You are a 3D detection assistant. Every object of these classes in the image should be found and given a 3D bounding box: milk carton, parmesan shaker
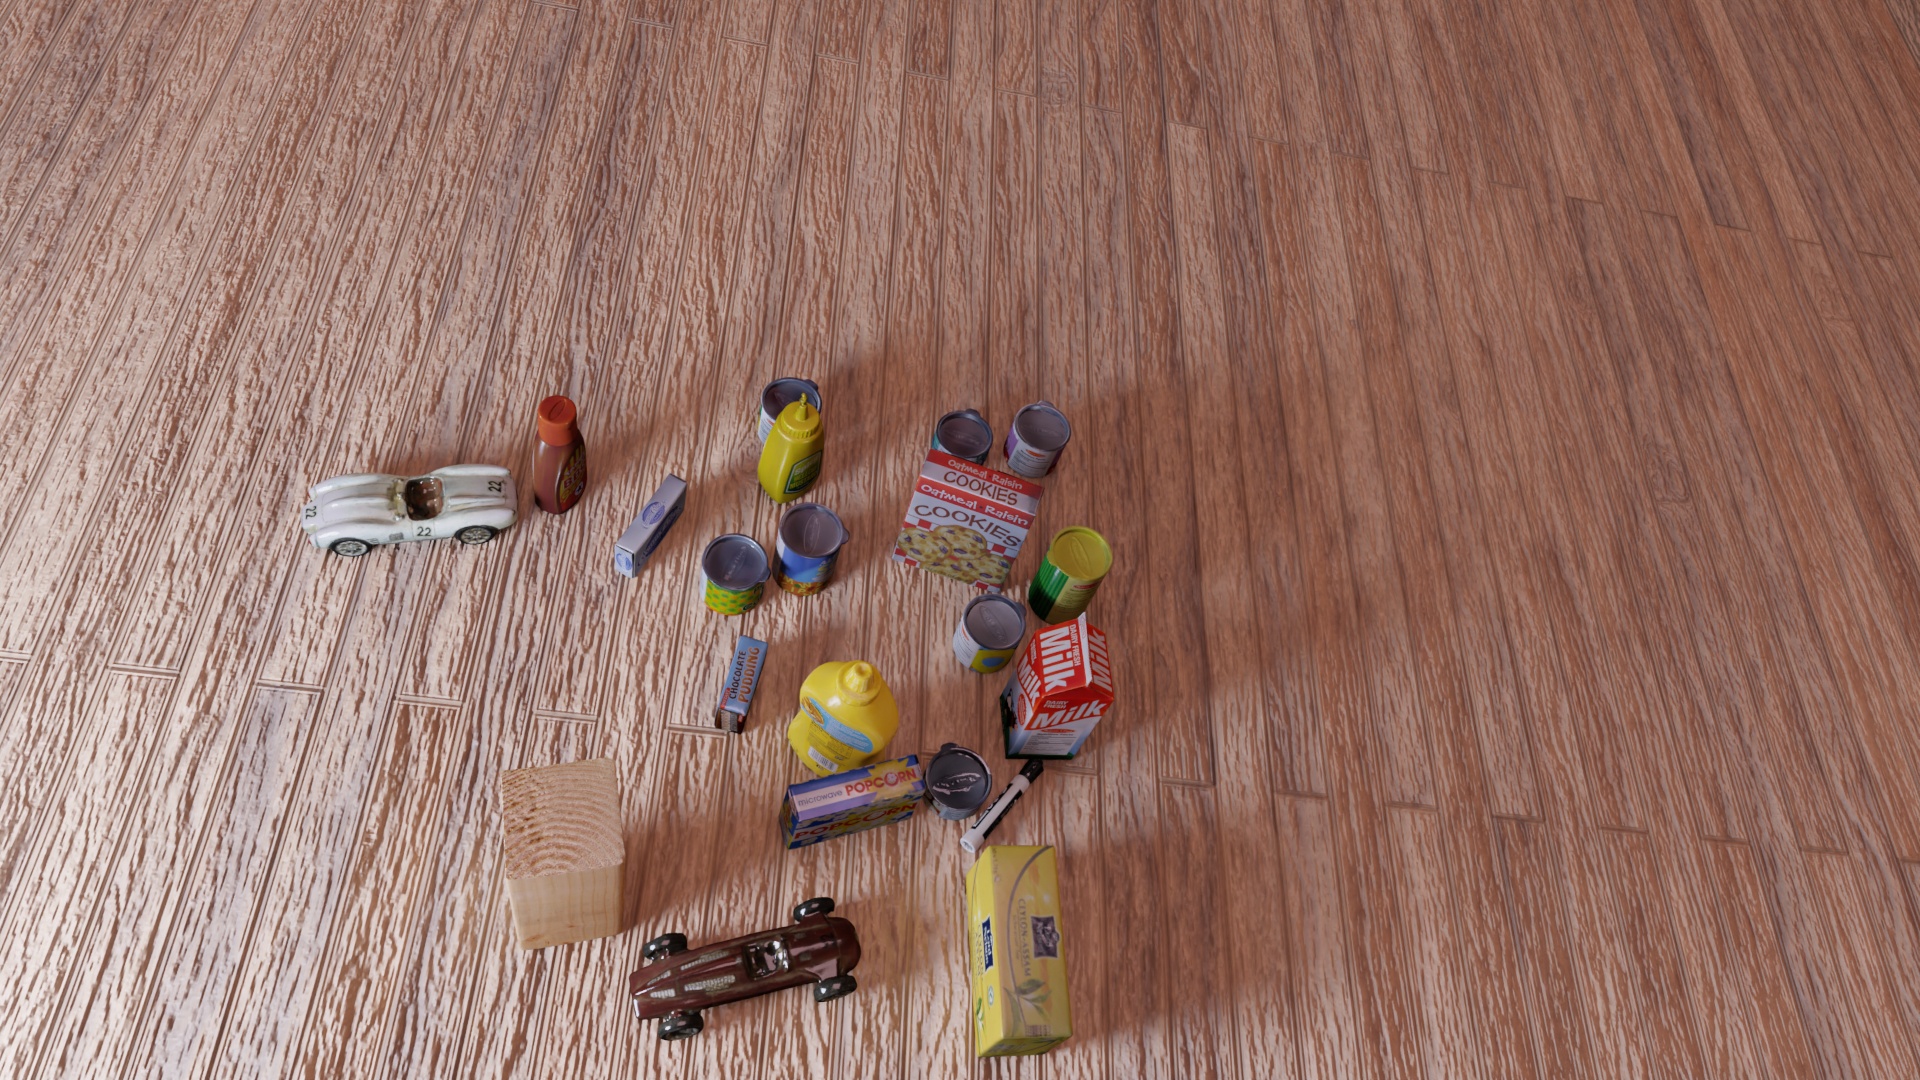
[{"bbox_3d":[0.097,0.144,1.350,0.073,0.189,0.072,3,59,-12],"label":"milk carton"},{"bbox_3d":[0.112,0.039,1.472,0.071,0.102,0.071,6,58,-10],"label":"parmesan shaker"}]

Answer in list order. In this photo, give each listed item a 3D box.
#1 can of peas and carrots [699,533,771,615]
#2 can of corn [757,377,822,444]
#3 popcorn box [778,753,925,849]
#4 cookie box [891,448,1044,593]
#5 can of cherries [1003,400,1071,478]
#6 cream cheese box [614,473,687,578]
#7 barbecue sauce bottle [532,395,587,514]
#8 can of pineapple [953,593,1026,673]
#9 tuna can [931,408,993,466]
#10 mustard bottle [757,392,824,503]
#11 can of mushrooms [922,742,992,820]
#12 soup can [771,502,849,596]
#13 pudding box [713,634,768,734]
[{"bbox_3d":[-0.229,0.036,1.414,0.071,0.058,0.071,6,58,-10],"label":"can of peas and carrots"},{"bbox_3d":[-0.187,-0.138,1.533,0.071,0.058,0.071,6,58,-10],"label":"can of corn"},{"bbox_3d":[-0.103,0.245,1.300,0.127,0.084,0.038,-11,62,-20],"label":"popcorn box"},{"bbox_3d":[0.005,-0.018,1.441,0.123,0.166,0.040,19,57,-2],"label":"cookie box"},{"bbox_3d":[0.088,-0.115,1.588,0.071,0.058,0.072,6,58,-10],"label":"can of cherries"},{"bbox_3d":[-0.317,-0.015,1.427,0.024,0.053,0.104,27,56,3],"label":"cream cheese box"},{"bbox_3d":[-0.403,-0.088,1.394,0.044,0.147,0.065,25,57,2],"label":"barbecue sauce bottle"},{"bbox_3d":[0.031,0.097,1.442,0.071,0.057,0.071,6,58,-10],"label":"can of pineapple"},{"bbox_3d":[0.002,-0.114,1.581,0.071,0.032,0.071,6,58,-10],"label":"tuna can"},{"bbox_3d":[-0.173,-0.101,1.452,0.065,0.159,0.049,-33,72,-29],"label":"mustard bottle"},{"bbox_3d":[-0.005,0.236,1.361,0.071,0.033,0.071,6,58,-10],"label":"can of mushrooms"},{"bbox_3d":[-0.156,0.011,1.433,0.071,0.083,0.071,6,58,-10],"label":"soup can"},{"bbox_3d":[-0.214,0.140,1.358,0.030,0.049,0.084,16,56,-4],"label":"pudding box"}]
